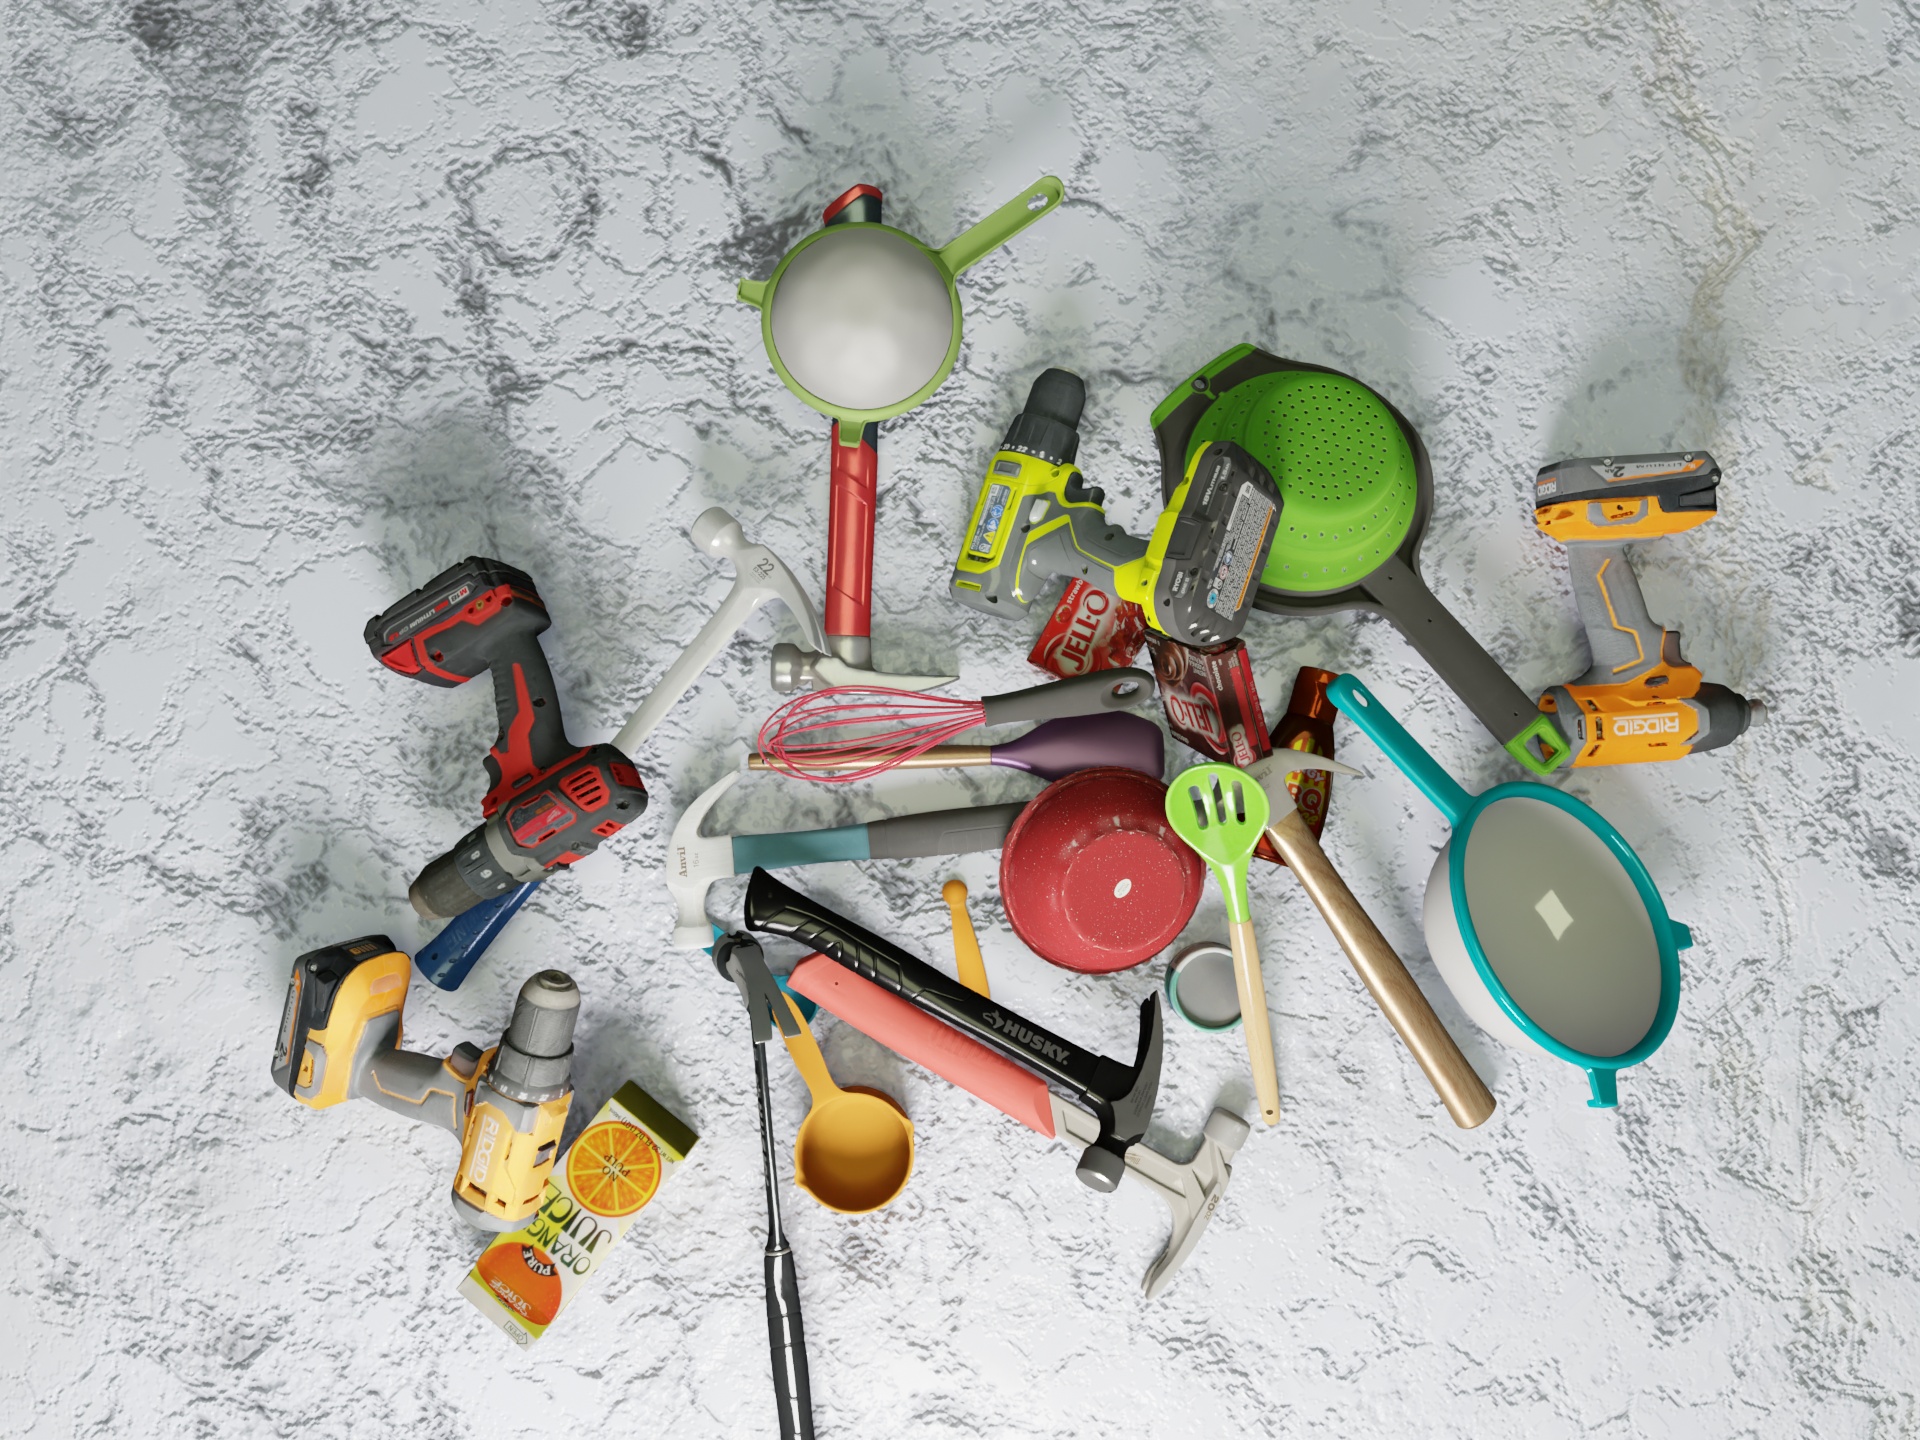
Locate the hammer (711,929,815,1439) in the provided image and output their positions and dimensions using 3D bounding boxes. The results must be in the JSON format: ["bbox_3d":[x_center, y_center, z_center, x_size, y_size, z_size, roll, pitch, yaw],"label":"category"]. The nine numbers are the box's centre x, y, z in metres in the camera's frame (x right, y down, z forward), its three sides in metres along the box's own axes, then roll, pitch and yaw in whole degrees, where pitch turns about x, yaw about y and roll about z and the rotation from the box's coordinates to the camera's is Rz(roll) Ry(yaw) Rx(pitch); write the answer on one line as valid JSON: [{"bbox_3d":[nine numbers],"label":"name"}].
[{"bbox_3d":[-0.129,0.363,1.131,0.036,0.149,0.409,-7,100,-17],"label":"hammer"}]

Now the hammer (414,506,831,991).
[{"bbox_3d":[-0.259,0.038,1.177,0.144,0.035,0.405,41,93,20],"label":"hammer"}]

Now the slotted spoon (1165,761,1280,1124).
[{"bbox_3d":[0.201,0.162,1.136,0.070,0.031,0.313,-7,115,15],"label":"slotted spoon"}]

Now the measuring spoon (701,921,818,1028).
[{"bbox_3d":[-0.161,0.188,1.204,0.129,0.021,0.042,37,77,10],"label":"measuring spoon"}]

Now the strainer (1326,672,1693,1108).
[{"bbox_3d":[0.364,0.110,1.148,0.340,0.095,0.211,47,52,1],"label":"strainer"}]

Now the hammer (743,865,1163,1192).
[{"bbox_3d":[-0.008,0.196,1.148,0.335,0.035,0.146,29,59,1],"label":"hammer"}]

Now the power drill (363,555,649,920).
[{"bbox_3d":[-0.347,0.017,1.151,0.188,0.080,0.227,-31,76,9],"label":"power drill"}]

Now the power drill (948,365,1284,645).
[{"bbox_3d":[0.108,-0.154,1.141,0.229,0.080,0.190,17,87,39],"label":"power drill"}]

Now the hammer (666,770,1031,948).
[{"bbox_3d":[-0.055,0.090,1.194,0.331,0.033,0.128,-6,84,-2],"label":"hammer"}]

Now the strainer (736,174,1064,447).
[{"bbox_3d":[-0.029,-0.328,1.161,0.256,0.069,0.151,-35,90,-2],"label":"strainer"}]

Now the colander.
[{"bbox_3d":[0.307,-0.124,1.149,0.204,0.094,0.397,-39,81,-10],"label":"colander"}]

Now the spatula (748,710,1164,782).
[{"bbox_3d":[-0.003,0.025,1.207,0.316,0.018,0.060,-2,83,-1],"label":"spatula"}]

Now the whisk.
[{"bbox_3d":[-0.002,-0.004,1.166,0.296,0.073,0.073,-9,88,-3],"label":"whisk"}]

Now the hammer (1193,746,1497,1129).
[{"bbox_3d":[0.296,0.161,1.166,0.130,0.031,0.331,-37,99,-8],"label":"hammer"}]

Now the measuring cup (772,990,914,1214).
[{"bbox_3d":[-0.096,0.277,1.180,0.095,0.052,0.173,-27,86,-1],"label":"measuring cup"}]

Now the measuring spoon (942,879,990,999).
[{"bbox_3d":[0.006,0.178,1.203,0.021,0.011,0.117,-12,88,-1],"label":"measuring spoon"}]

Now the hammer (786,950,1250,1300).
[{"bbox_3d":[0.029,0.279,1.178,0.359,0.037,0.149,30,88,-2],"label":"hammer"}]

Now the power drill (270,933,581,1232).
[{"bbox_3d":[-0.366,0.228,1.116,0.226,0.084,0.185,24,105,22],"label":"power drill"}]

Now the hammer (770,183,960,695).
[{"bbox_3d":[-0.065,-0.212,1.208,0.143,0.038,0.386,2,87,-1],"label":"hammer"}]

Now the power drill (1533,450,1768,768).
[{"bbox_3d":[0.513,-0.081,1.184,0.164,0.084,0.226,-3,92,-1],"label":"power drill"}]
